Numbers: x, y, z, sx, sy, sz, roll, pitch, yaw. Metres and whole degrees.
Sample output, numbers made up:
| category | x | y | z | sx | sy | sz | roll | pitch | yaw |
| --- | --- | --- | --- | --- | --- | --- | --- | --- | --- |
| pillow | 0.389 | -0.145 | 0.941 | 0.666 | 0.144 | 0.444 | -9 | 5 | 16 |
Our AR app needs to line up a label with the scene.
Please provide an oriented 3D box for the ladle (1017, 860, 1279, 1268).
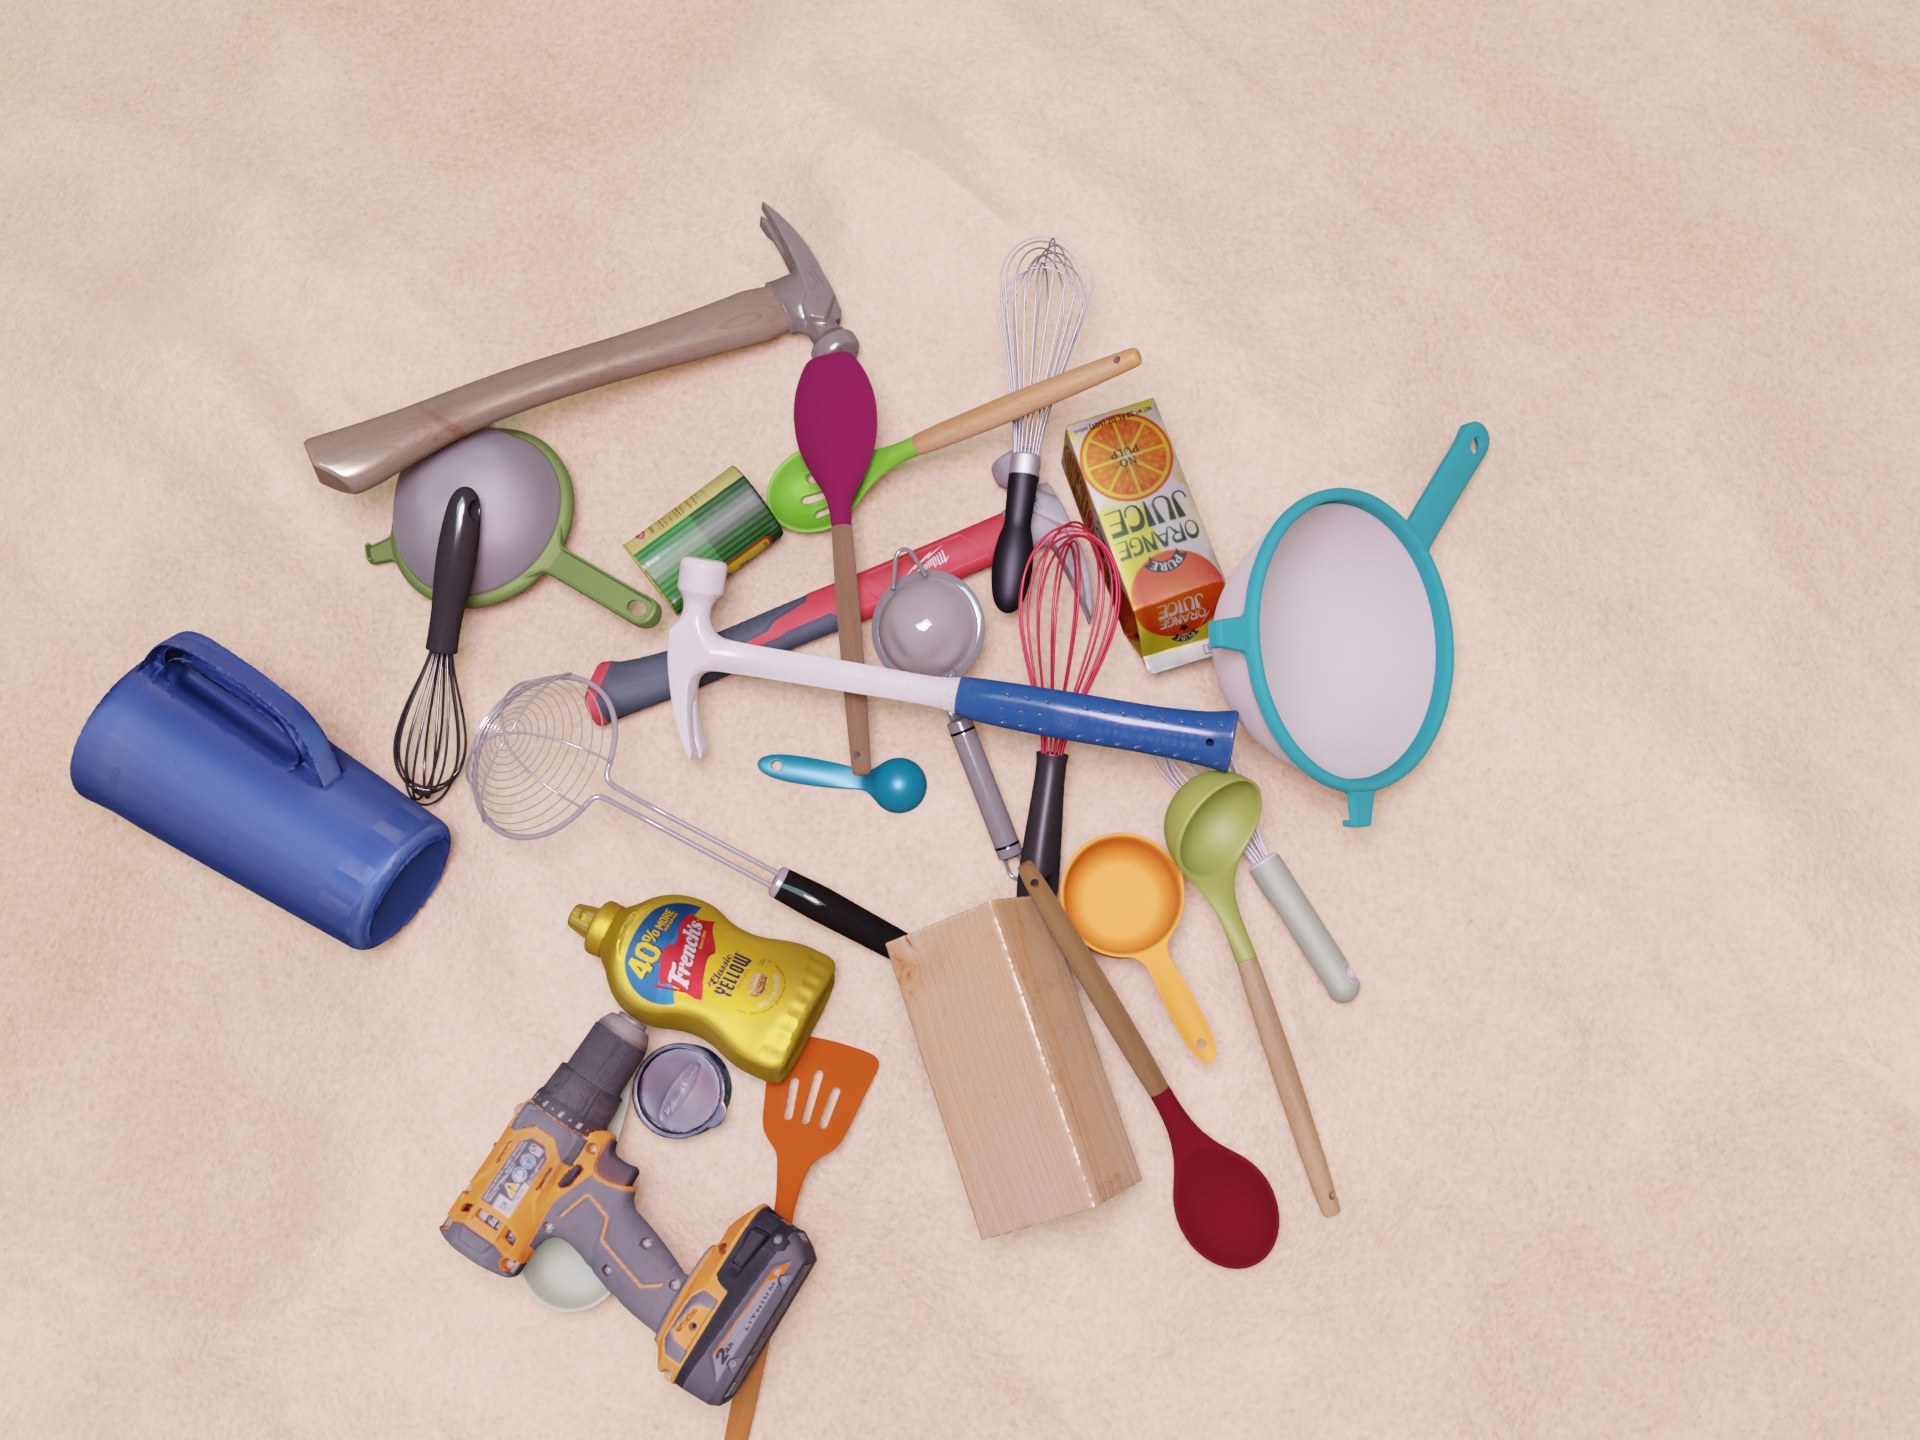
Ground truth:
| category | x | y | z | sx | sy | sz | roll | pitch | yaw |
| --- | --- | --- | --- | --- | --- | --- | --- | --- | --- |
| ladle | 0.123 | 0.234 | 1.098 | 0.069 | 0.031 | 0.315 | -31 | 91 | -2 |

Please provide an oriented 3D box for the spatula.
| category | x | y | z | sx | sy | sz | roll | pitch | yaw |
| --- | --- | --- | --- | --- | --- | --- | --- | --- | --- |
| spatula | -0.130 | 0.385 | 1.109 | 0.081 | 0.041 | 0.323 | 11 | 83 | 5 |

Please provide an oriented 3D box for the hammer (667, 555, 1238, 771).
| category | x | y | z | sx | sy | sz | roll | pitch | yaw |
| --- | --- | --- | --- | --- | --- | --- | --- | --- | --- |
| hammer | -0.013 | -0.013 | 1.110 | 0.405 | 0.035 | 0.144 | 10 | 97 | 10 |

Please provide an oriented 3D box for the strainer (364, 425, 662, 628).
| category | x | y | z | sx | sy | sz | roll | pitch | yaw |
| --- | --- | --- | --- | --- | --- | --- | --- | --- | --- |
| strainer | -0.331 | -0.141 | 1.183 | 0.256 | 0.069 | 0.151 | 30 | 80 | 20 |

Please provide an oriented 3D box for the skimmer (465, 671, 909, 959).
| category | x | y | z | sx | sy | sz | roll | pitch | yaw |
| --- | --- | --- | --- | --- | --- | --- | --- | --- | --- |
| skimmer | -0.188 | 0.087 | 1.157 | 0.363 | 0.090 | 0.127 | 29 | 81 | -7 |

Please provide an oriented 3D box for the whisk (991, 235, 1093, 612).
| category | x | y | z | sx | sy | sz | roll | pitch | yaw |
| --- | --- | --- | --- | --- | --- | --- | --- | --- | --- |
| whisk | 0.052 | -0.219 | 1.173 | 0.070 | 0.070 | 0.284 | 6 | 86 | 4 |

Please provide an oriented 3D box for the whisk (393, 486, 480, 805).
| category | x | y | z | sx | sy | sz | roll | pitch | yaw |
| --- | --- | --- | --- | --- | --- | --- | --- | --- | --- |
| whisk | -0.377 | -0.053 | 1.164 | 0.055 | 0.055 | 0.239 | 13 | 100 | 5 |

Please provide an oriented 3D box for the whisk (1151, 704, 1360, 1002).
| category | x | y | z | sx | sy | sz | roll | pitch | yaw |
| --- | --- | --- | --- | --- | --- | --- | --- | --- | --- |
| whisk | 0.213 | 0.096 | 1.148 | 0.059 | 0.058 | 0.246 | -37 | 80 | 30 |

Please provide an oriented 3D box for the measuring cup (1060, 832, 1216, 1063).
| category | x | y | z | sx | sy | sz | roll | pitch | yaw |
| --- | --- | --- | --- | --- | --- | --- | --- | --- | --- |
| measuring cup | 0.134 | 0.164 | 1.130 | 0.095 | 0.052 | 0.174 | -27 | 80 | -3 |

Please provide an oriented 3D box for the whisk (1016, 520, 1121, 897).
| category | x | y | z | sx | sy | sz | roll | pitch | yaw |
| --- | --- | --- | --- | --- | --- | --- | --- | --- | --- |
| whisk | 0.069 | 0.005 | 1.142 | 0.073 | 0.073 | 0.296 | 6 | 93 | 4 |

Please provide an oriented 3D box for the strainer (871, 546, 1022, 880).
| category | x | y | z | sx | sy | sz | roll | pitch | yaw |
| --- | --- | --- | --- | --- | --- | --- | --- | --- | --- |
| strainer | -0.002 | -0.004 | 1.155 | 0.087 | 0.050 | 0.258 | -20 | 93 | 15 |

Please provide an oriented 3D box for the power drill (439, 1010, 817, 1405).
| category | x | y | z | sx | sy | sz | roll | pitch | yaw |
| --- | --- | --- | --- | --- | --- | --- | --- | --- | --- |
| power drill | -0.207 | 0.320 | 1.063 | 0.226 | 0.084 | 0.185 | 29 | 76 | 12 |

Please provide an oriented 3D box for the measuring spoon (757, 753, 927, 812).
| category | x | y | z | sx | sy | sz | roll | pitch | yaw |
| --- | --- | --- | --- | --- | --- | --- | --- | --- | --- |
| measuring spoon | -0.089 | 0.040 | 1.180 | 0.128 | 0.021 | 0.042 | 9 | 78 | 3 |

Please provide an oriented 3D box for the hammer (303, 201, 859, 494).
| category | x | y | z | sx | sy | sz | roll | pitch | yaw |
| --- | --- | --- | --- | --- | --- | --- | --- | --- | --- |
| hammer | -0.288 | -0.271 | 1.197 | 0.410 | 0.038 | 0.146 | -24 | 76 | -19 |

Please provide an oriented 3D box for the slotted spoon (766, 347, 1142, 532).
| category | x | y | z | sx | sy | sz | roll | pitch | yaw |
| --- | --- | --- | --- | --- | --- | --- | --- | --- | --- |
| slotted spoon | -0.009 | -0.208 | 1.165 | 0.314 | 0.031 | 0.070 | -17 | 76 | 28 |

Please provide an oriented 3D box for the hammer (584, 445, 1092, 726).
| category | x | y | z | sx | sy | sz | roll | pitch | yaw |
| --- | --- | --- | --- | --- | --- | --- | --- | --- | --- |
| hammer | -0.093 | -0.069 | 1.196 | 0.386 | 0.038 | 0.143 | -23 | 79 | -3 |

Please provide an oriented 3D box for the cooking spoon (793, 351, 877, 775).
| category | x | y | z | sx | sy | sz | roll | pitch | yaw |
| --- | --- | --- | --- | --- | --- | --- | --- | --- | --- |
| cooking spoon | -0.085 | -0.118 | 1.171 | 0.069 | 0.017 | 0.319 | -8 | 82 | 20 |

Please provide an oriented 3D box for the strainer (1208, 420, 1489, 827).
| category | x | y | z | sx | sy | sz | roll | pitch | yaw |
| --- | --- | --- | --- | --- | --- | --- | --- | --- | --- |
| strainer | 0.282 | -0.099 | 1.159 | 0.210 | 0.095 | 0.340 | 49 | 60 | -22 |

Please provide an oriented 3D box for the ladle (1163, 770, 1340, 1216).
| category | x | y | z | sx | sy | sz | roll | pitch | yaw |
| --- | --- | --- | --- | --- | --- | --- | --- | --- | --- |
| ladle | 0.213 | 0.189 | 1.095 | 0.078 | 0.062 | 0.320 | -18 | 89 | -30 |

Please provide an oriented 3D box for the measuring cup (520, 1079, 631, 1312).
| category | x | y | z | sx | sy | sz | roll | pitch | yaw |
| --- | --- | --- | --- | --- | --- | --- | --- | --- | --- |
| measuring cup | -0.257 | 0.327 | 1.120 | 0.083 | 0.038 | 0.168 | 12 | 75 | 3 |
